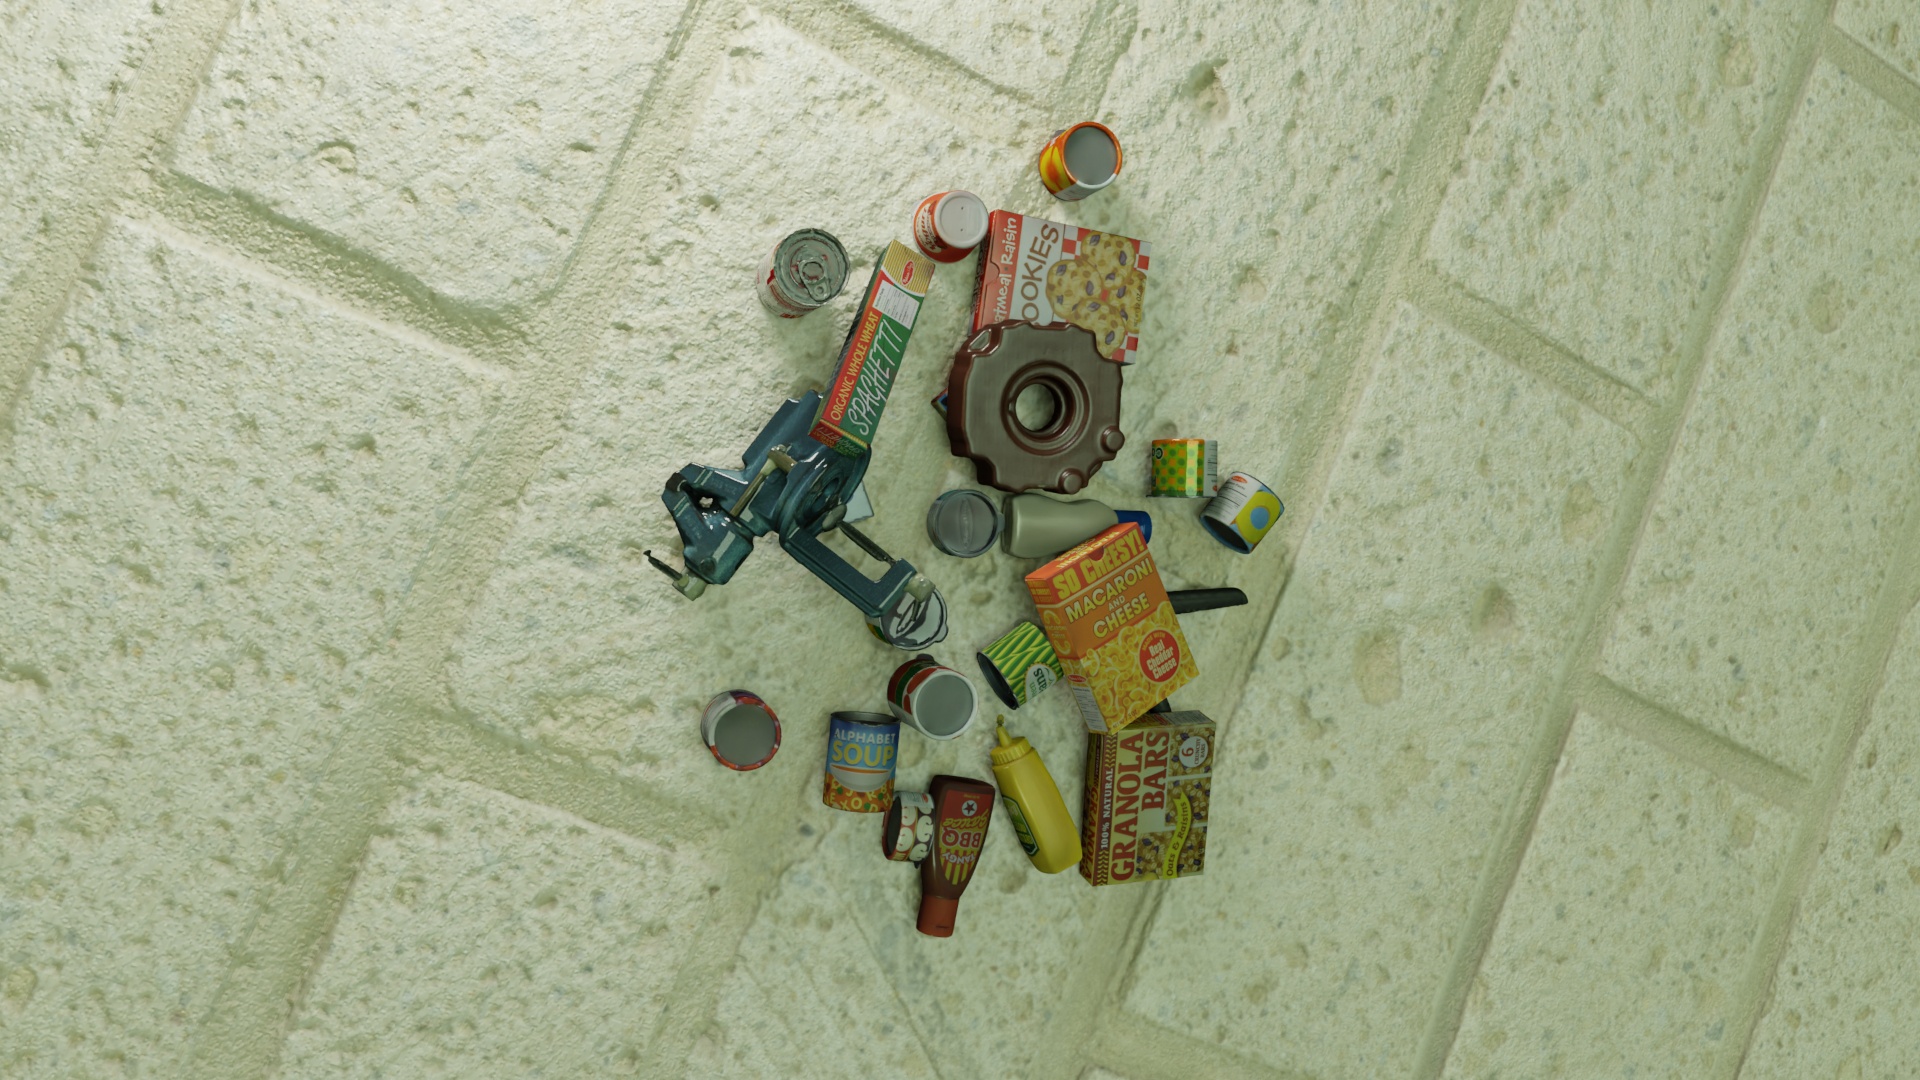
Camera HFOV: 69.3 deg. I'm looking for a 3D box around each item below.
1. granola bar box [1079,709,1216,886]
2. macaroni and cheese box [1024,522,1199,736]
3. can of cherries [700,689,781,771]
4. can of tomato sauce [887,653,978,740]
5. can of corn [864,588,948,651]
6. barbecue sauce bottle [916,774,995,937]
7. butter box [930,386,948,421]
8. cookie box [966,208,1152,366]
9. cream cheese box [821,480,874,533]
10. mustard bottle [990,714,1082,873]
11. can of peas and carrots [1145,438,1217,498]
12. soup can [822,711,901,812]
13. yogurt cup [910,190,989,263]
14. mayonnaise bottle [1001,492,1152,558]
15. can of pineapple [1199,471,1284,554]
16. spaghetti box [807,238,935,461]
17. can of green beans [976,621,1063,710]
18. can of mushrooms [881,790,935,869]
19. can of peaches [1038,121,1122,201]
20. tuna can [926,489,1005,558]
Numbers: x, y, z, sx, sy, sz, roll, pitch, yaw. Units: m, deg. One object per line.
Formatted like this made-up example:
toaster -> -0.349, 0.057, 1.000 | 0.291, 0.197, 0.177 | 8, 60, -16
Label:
granola bar box -> 0.186, 0.257, 1.384 | 0.124, 0.039, 0.165 | -1, 102, -18
macaroni and cheese box -> 0.147, 0.083, 1.327 | 0.124, 0.040, 0.166 | -30, 103, -29
can of cherries -> -0.197, 0.173, 1.260 | 0.071, 0.058, 0.071 | -1, 92, -18
can of tomato sauce -> -0.025, 0.147, 1.303 | 0.071, 0.083, 0.071 | -1, 93, -18
can of corn -> -0.050, 0.069, 1.305 | 0.071, 0.058, 0.071 | -1, 92, -18
barbecue sauce bottle -> -0.011, 0.303, 1.333 | 0.065, 0.043, 0.148 | 13, 88, -26
butter box -> 0.024, -0.112, 1.343 | 0.053, 0.024, 0.103 | -43, 103, -12
cookie box -> 0.097, -0.245, 1.354 | 0.168, 0.040, 0.123 | 8, 89, -18
cream cheese box -> -0.122, -0.063, 1.296 | 0.053, 0.024, 0.103 | -20, 98, -17
mustard bottle -> 0.065, 0.243, 1.348 | 0.049, 0.065, 0.160 | -25, 93, -21
can of peas and carrots -> 0.221, -0.071, 1.388 | 0.071, 0.071, 0.058 | 0, 91, -18
soup can -> -0.092, 0.205, 1.289 | 0.071, 0.071, 0.083 | 5, 90, -18
yogurt cup -> -0.007, -0.299, 1.312 | 0.072, 0.054, 0.072 | -1, 93, -19
mayonnaise bottle -> 0.115, -0.013, 1.368 | 0.148, 0.041, 0.064 | 2, 93, -19
can of pineapple -> 0.286, -0.026, 1.410 | 0.071, 0.071, 0.058 | 43, 80, -15
spaghetti box -> -0.076, -0.174, 1.237 | 0.050, 0.028, 0.251 | 30, 49, -16
can of green beans -> 0.058, 0.120, 1.338 | 0.058, 0.071, 0.071 | -32, 101, -15
can of mushrooms -> -0.050, 0.272, 1.307 | 0.033, 0.071, 0.071 | 11, 88, -18
can of peaches -> 0.116, -0.370, 1.348 | 0.071, 0.058, 0.071 | -1, 93, -18
tuna can -> 0.005, -0.017, 1.334 | 0.071, 0.033, 0.071 | -1, 92, -18
